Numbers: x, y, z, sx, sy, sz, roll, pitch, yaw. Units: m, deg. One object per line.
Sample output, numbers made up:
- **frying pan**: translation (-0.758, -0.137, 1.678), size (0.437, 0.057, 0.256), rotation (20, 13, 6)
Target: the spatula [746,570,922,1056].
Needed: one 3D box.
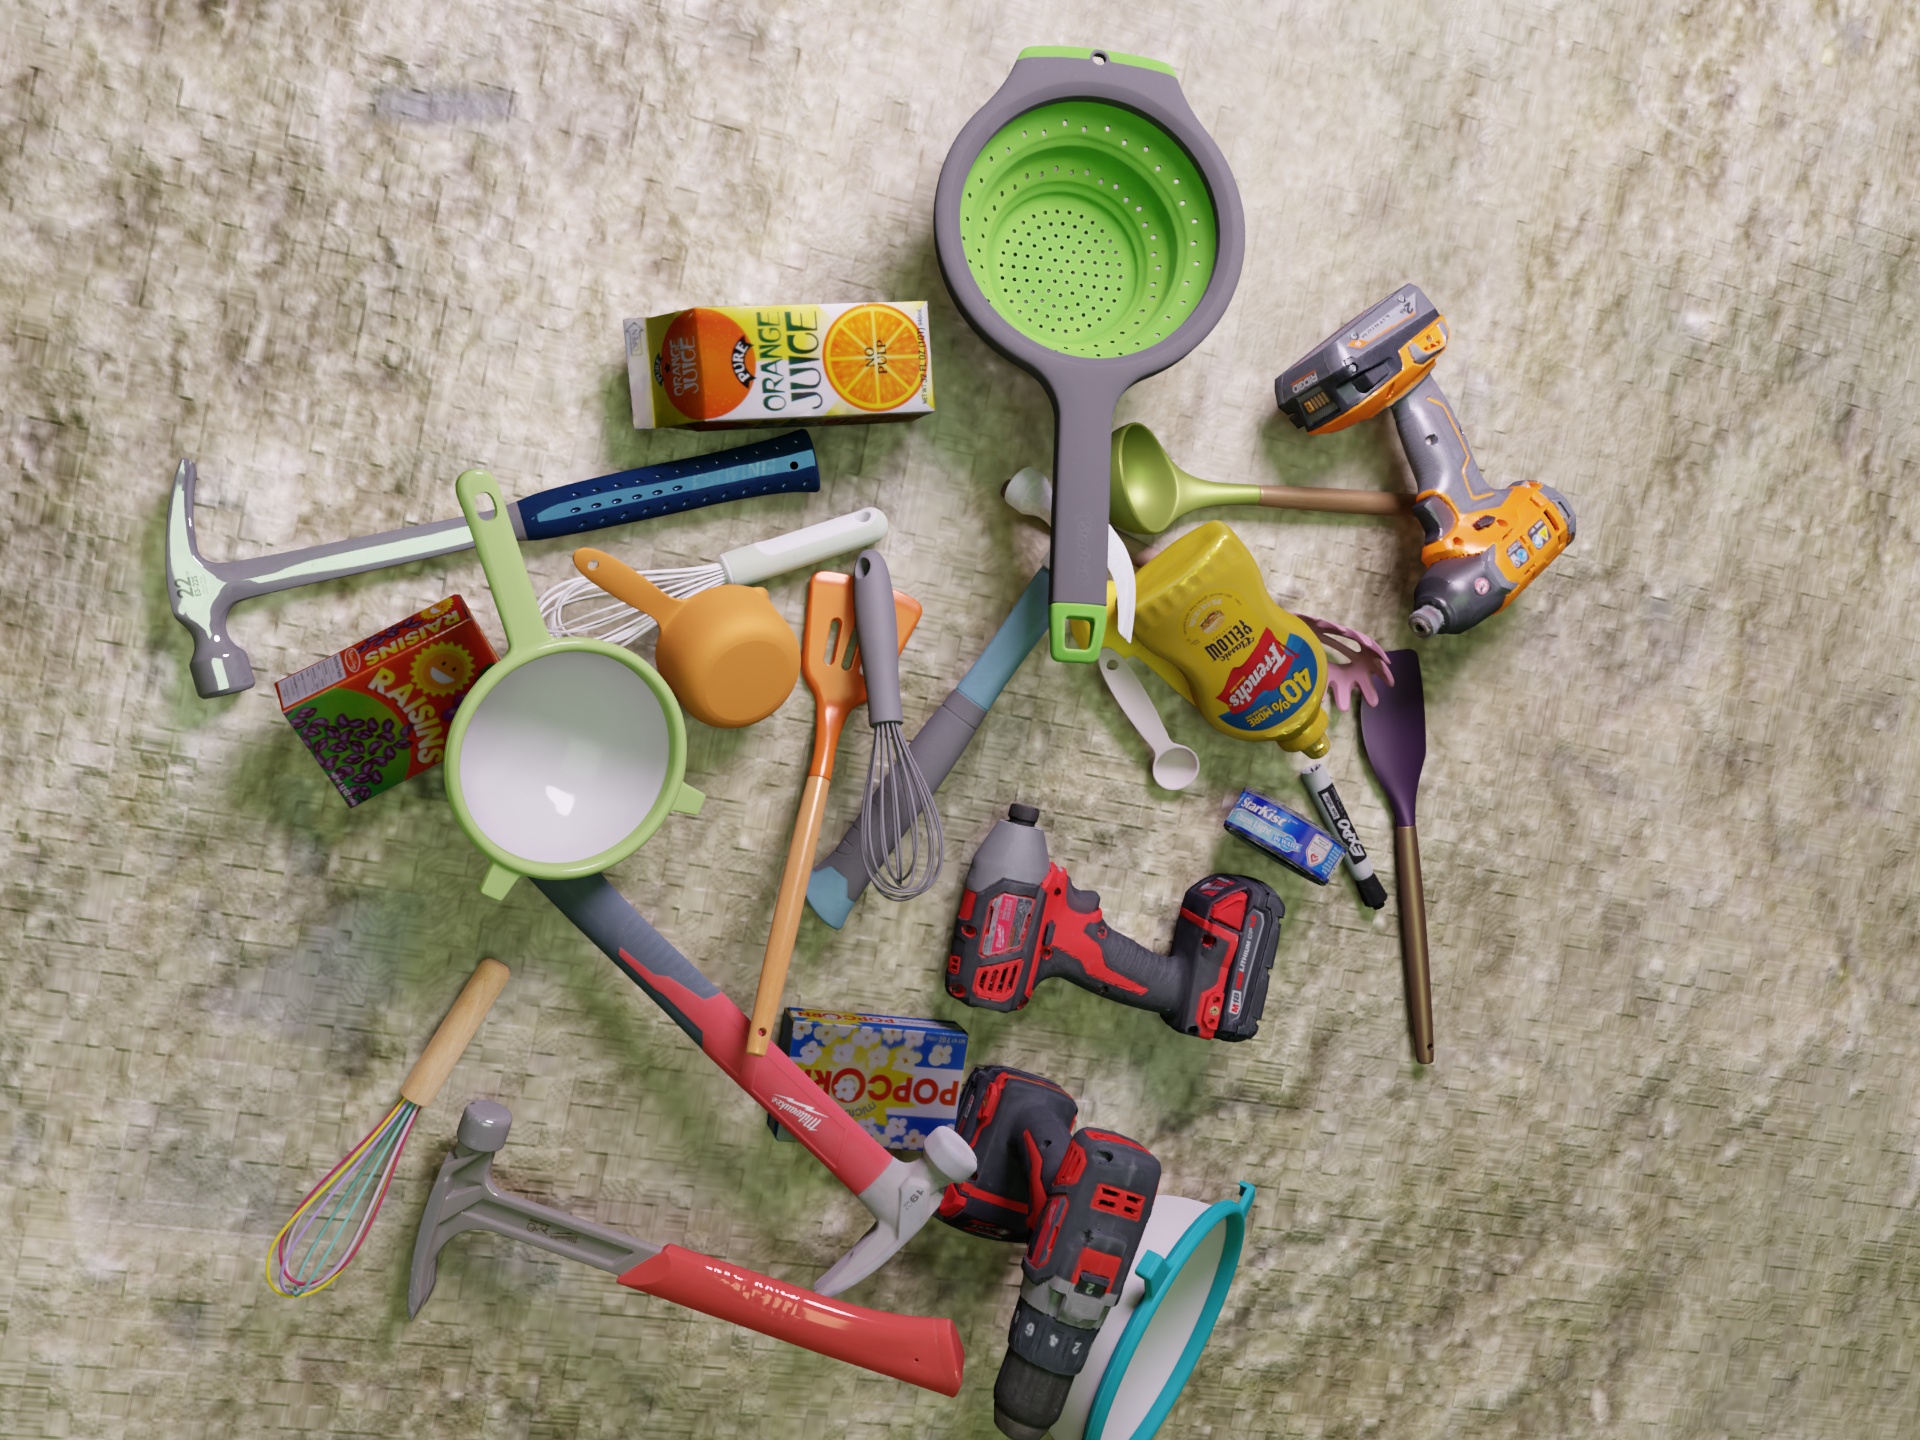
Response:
- **spatula**: translation (-0.097, 0.059, 1.046), size (0.081, 0.041, 0.323), rotation (17, 69, -15)

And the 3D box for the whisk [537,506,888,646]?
- **whisk**: translation (-0.161, -0.096, 1.044), size (0.246, 0.058, 0.059), rotation (-20, 133, -16)

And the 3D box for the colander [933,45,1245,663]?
- **colander**: translation (0.074, -0.232, 1.050), size (0.204, 0.094, 0.397), rotation (3, 86, -10)

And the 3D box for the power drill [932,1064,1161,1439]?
- **power drill**: translation (0.045, 0.335, 1.033), size (0.080, 0.227, 0.188), rotation (20, 89, -15)

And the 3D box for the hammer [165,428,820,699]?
- **hammer**: translation (-0.291, -0.131, 1.011), size (0.405, 0.035, 0.144), rotation (-14, 98, -13)

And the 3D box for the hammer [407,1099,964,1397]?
- **hammer**: translation (-0.172, 0.369, 1.023), size (0.359, 0.037, 0.149), rotation (19, 99, 1)

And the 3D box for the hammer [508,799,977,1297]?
- **hammer**: translation (-0.174, 0.206, 1.039), size (0.386, 0.038, 0.143), rotation (45, 94, -4)

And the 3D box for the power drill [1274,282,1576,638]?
- **power drill**: translation (0.322, -0.173, 1.116), size (0.164, 0.084, 0.226), rotation (-39, 97, -29)

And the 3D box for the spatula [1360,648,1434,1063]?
- **spatula**: translation (0.336, 0.105, 1.199), size (0.059, 0.018, 0.316), rotation (-9, 96, -23)

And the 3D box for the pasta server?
- **pasta server**: translation (0.169, -0.094, 1.132), size (0.316, 0.040, 0.060), rotation (25, 127, -13)

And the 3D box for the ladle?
- **ladle**: translation (0.241, -0.163, 1.137), size (0.320, 0.062, 0.078), rotation (1, 79, -17)

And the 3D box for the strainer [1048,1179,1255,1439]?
- **strainer**: translation (0.087, 0.469, 1.115), size (0.095, 0.211, 0.340), rotation (25, 102, 27)

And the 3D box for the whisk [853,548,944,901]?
- **whisk**: translation (-0.047, 0.000, 1.041), size (0.055, 0.055, 0.239), rotation (-4, 76, -14)

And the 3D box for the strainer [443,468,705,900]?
- **strainer**: translation (-0.263, -0.030, 0.969), size (0.151, 0.069, 0.256), rotation (-24, 112, -27)

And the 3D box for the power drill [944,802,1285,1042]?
- **power drill**: translation (0.106, 0.143, 1.116), size (0.219, 0.078, 0.143), rotation (12, 91, -12)

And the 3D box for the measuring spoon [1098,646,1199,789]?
- **measuring spoon**: translation (0.130, -0.004, 1.131), size (0.034, 0.018, 0.124), rotation (-32, 110, 5)

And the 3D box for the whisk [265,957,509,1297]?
- **whisk**: translation (-0.365, 0.261, 1.019), size (0.047, 0.051, 0.245), rotation (32, 83, -9)

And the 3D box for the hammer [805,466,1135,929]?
- **hammer**: translation (-0.002, -0.003, 1.071), size (0.128, 0.033, 0.331), rotation (37, 94, 19)

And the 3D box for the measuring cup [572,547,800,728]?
- **measuring cup**: translation (-0.170, -0.054, 0.997), size (0.095, 0.052, 0.173), rotation (-49, 137, 5)

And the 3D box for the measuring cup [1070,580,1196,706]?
- **measuring cup**: translation (0.147, -0.042, 1.133), size (0.156, 0.029, 0.062), rotation (36, 85, -12)
